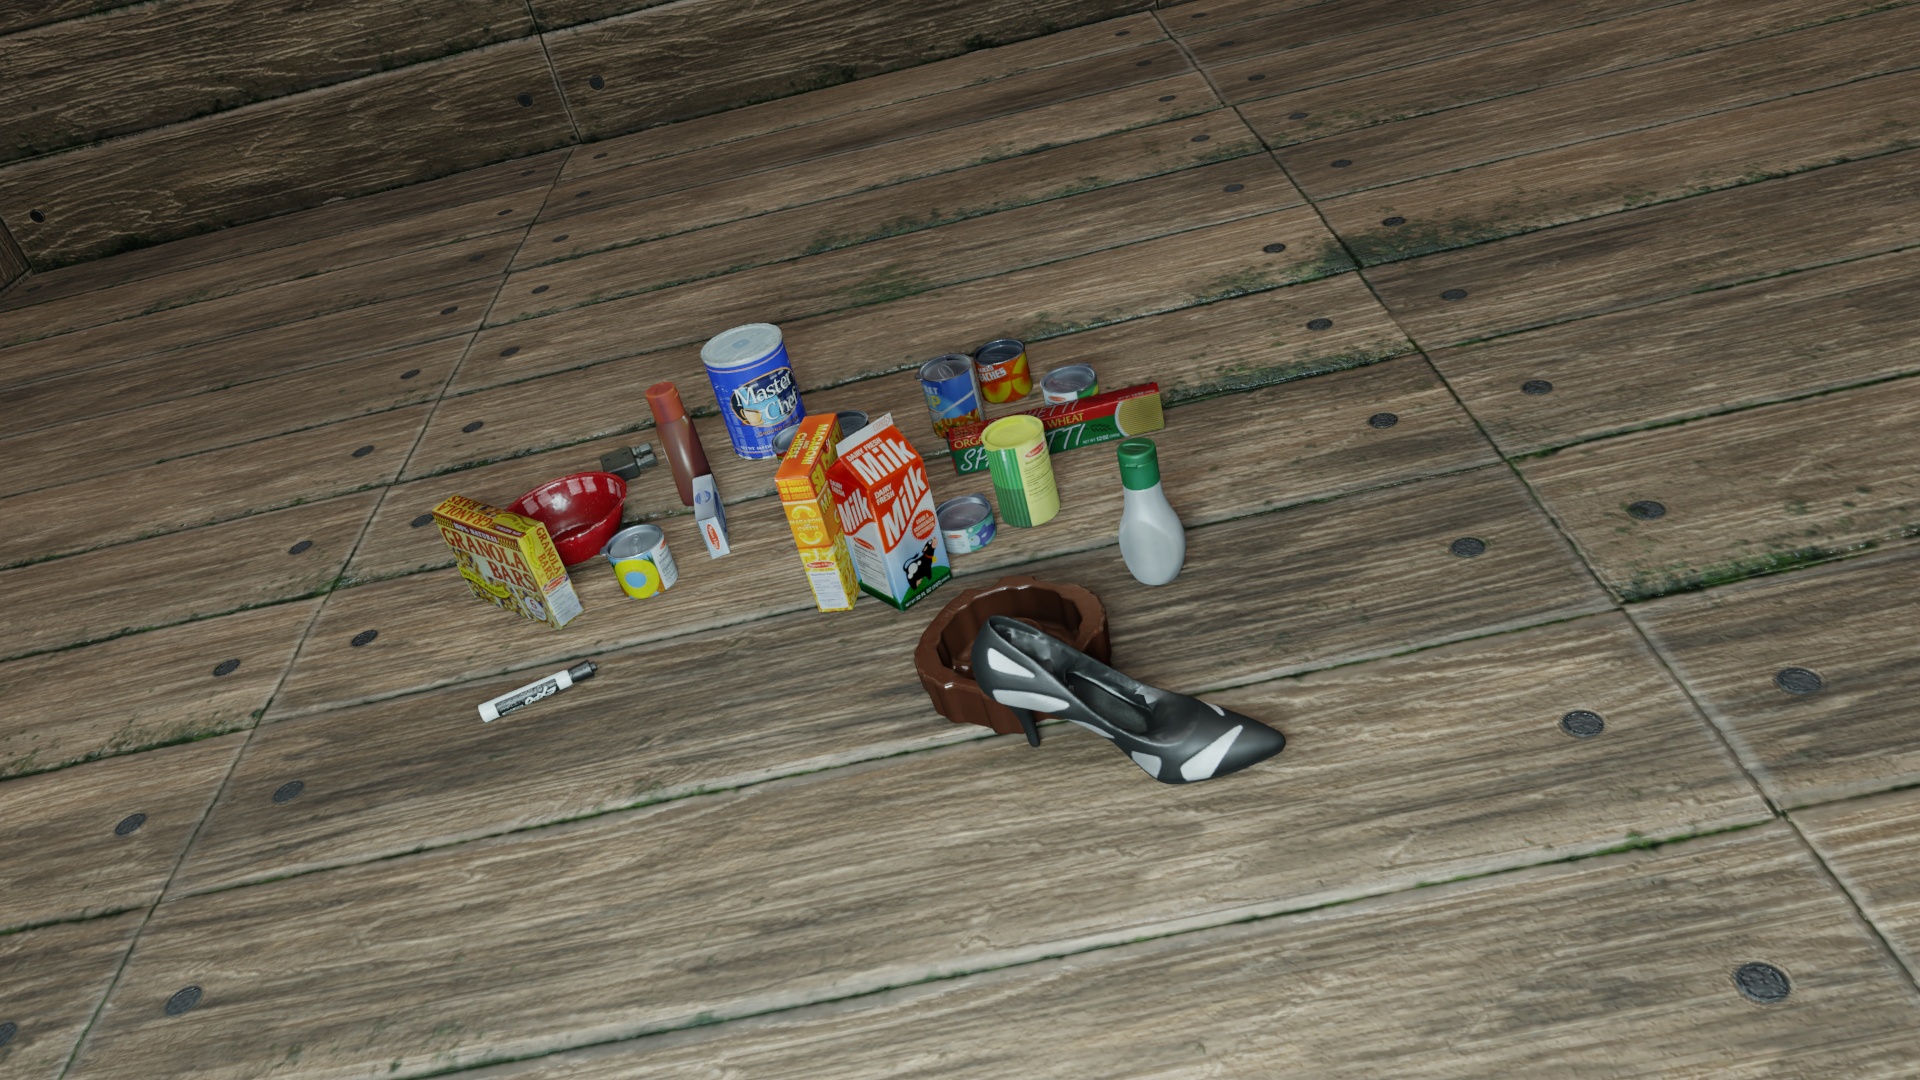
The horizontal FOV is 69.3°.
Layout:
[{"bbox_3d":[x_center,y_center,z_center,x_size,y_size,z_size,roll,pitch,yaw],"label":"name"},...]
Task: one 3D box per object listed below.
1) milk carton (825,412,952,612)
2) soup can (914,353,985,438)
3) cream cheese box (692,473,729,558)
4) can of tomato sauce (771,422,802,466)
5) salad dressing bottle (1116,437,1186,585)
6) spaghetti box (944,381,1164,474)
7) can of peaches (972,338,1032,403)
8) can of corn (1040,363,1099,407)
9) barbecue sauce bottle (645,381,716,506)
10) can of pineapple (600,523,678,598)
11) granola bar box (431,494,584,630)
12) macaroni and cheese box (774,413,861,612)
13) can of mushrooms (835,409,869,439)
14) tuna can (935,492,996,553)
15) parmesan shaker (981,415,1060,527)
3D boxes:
[{"bbox_3d":[-0.075,-0.031,1.392,0.072,0.189,0.073,-35,38,-28],"label":"milk carton"},{"bbox_3d":[-0.012,-0.173,1.677,0.071,0.083,0.072,-10,33,7],"label":"soup can"},{"bbox_3d":[-0.287,-0.029,1.595,0.024,0.053,0.104,-17,33,-3],"label":"cream cheese box"},{"bbox_3d":[-0.176,-0.085,1.610,0.071,0.082,0.071,-10,33,7],"label":"can of tomato sauce"},{"bbox_3d":[0.179,-0.028,1.329,0.064,0.147,0.044,5,38,27],"label":"salad dressing bottle"},{"bbox_3d":[0.108,-0.128,1.595,0.250,0.050,0.029,-13,33,2],"label":"spaghetti box"},{"bbox_3d":[0.052,-0.210,1.731,0.071,0.057,0.071,-10,33,7],"label":"can of peaches"},{"bbox_3d":[0.133,-0.167,1.636,0.071,0.058,0.071,-10,33,7],"label":"can of corn"},{"bbox_3d":[-0.334,-0.117,1.658,0.044,0.147,0.065,-11,33,6],"label":"barbecue sauce bottle"},{"bbox_3d":[-0.354,0.023,1.539,0.071,0.057,0.071,-10,33,7],"label":"can of pineapple"},{"bbox_3d":[-0.502,0.023,1.535,0.165,0.123,0.039,14,43,37],"label":"granola bar box"},{"bbox_3d":[-0.136,-0.029,1.434,0.040,0.165,0.124,-5,34,14],"label":"macaroni and cheese box"},{"bbox_3d":[-0.141,-0.129,1.707,0.071,0.033,0.071,-10,33,7],"label":"can of mushrooms"},{"bbox_3d":[0.005,-0.019,1.487,0.071,0.032,0.071,-10,33,7],"label":"tuna can"},{"bbox_3d":[0.063,-0.072,1.480,0.071,0.102,0.072,-10,33,7],"label":"parmesan shaker"}]
